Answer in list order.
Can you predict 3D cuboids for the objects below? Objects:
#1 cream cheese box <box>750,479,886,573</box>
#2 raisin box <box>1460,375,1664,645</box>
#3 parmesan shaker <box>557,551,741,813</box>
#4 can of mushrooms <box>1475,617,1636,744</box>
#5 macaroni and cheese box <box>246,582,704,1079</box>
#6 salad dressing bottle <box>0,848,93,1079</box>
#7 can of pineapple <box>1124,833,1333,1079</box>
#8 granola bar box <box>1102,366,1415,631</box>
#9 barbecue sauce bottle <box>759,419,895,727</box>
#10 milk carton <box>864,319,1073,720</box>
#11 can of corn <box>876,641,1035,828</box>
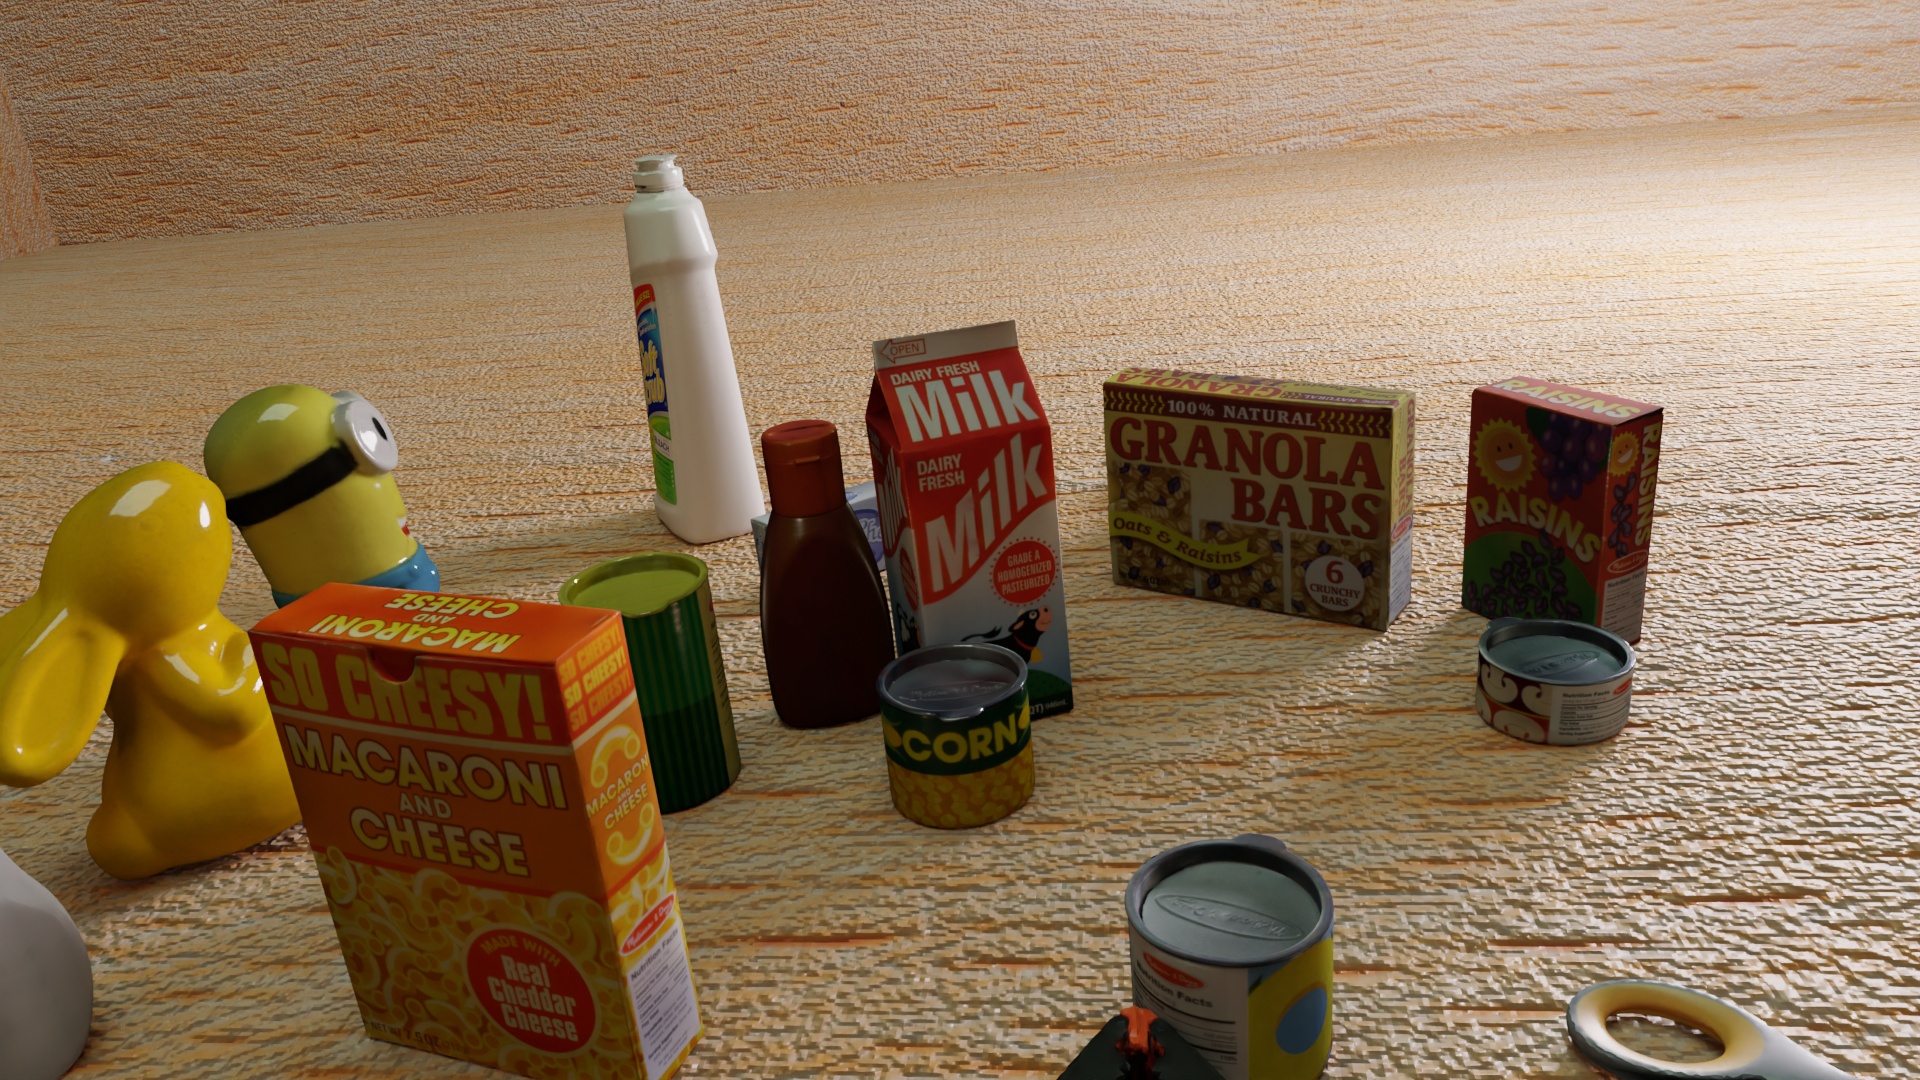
[{"bbox_3d":[-0.075,-0.001,0.850,0.104,0.053,0.024,-19,25,-30],"label":"cream cheese box"},{"bbox_3d":[0.300,-0.014,0.698,0.040,0.123,0.086,-16,24,-24],"label":"raisin box"},{"bbox_3d":[-0.140,0.066,0.634,0.071,0.102,0.071,-5,22,2],"label":"parmesan shaker"},{"bbox_3d":[0.270,0.063,0.636,0.071,0.033,0.071,-5,22,2],"label":"can of mushrooms"},{"bbox_3d":[-0.160,0.101,0.467,0.124,0.165,0.040,3,23,22],"label":"macaroni and cheese box"},{"bbox_3d":[-0.350,0.125,0.480,0.044,0.147,0.064,9,26,33],"label":"salad dressing bottle"},{"bbox_3d":[0.090,0.140,0.457,0.071,0.057,0.071,-5,22,2],"label":"can of pineapple"},{"bbox_3d":[0.160,-0.026,0.761,0.165,0.123,0.039,9,26,33],"label":"granola bar box"},{"bbox_3d":[-0.069,0.016,0.679,0.065,0.148,0.044,-10,22,-12],"label":"barbecue sauce bottle"},{"bbox_3d":[0.002,-0.008,0.667,0.072,0.189,0.073,-12,22,-14],"label":"milk carton"},{"bbox_3d":[-0.001,0.086,0.611,0.071,0.058,0.071,-5,22,2],"label":"can of corn"}]
